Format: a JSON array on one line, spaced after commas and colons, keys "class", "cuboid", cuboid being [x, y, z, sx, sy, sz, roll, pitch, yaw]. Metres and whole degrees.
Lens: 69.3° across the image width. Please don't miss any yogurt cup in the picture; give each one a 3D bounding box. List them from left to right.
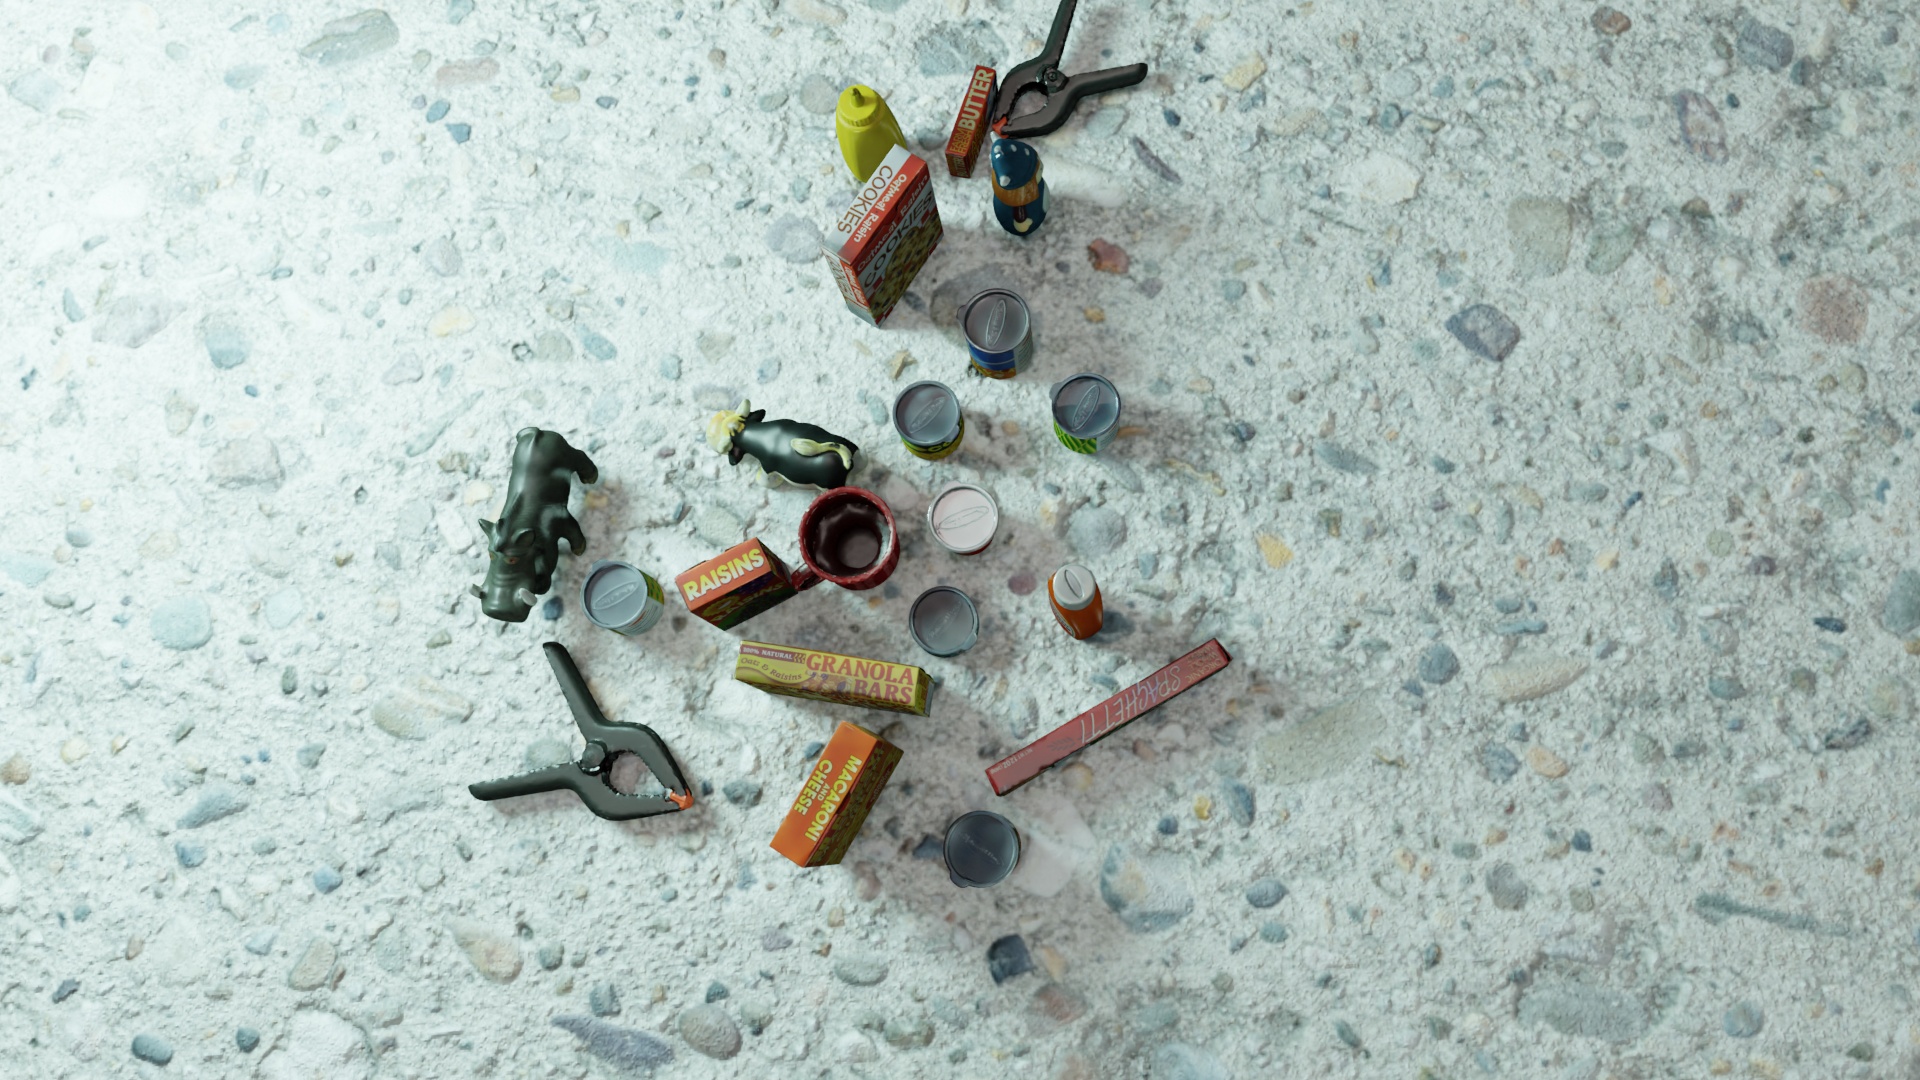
[{"class": "yogurt cup", "cuboid": [0.005, -0.017, 1.337, 0.072, 0.054, 0.072, -1, 78, 5]}]

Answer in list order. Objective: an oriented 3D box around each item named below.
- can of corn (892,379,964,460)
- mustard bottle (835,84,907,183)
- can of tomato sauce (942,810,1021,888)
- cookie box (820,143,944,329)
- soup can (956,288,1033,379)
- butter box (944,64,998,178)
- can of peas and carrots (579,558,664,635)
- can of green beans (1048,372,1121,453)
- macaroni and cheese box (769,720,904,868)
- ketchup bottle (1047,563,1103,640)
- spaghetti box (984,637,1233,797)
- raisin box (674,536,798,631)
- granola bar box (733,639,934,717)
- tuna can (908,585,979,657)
[{"class": "can of corn", "cuboid": [-0.029, -0.115, 1.359, 0.071, 0.058, 0.071, -1, 78, 5]}, {"class": "mustard bottle", "cuboid": [-0.093, -0.411, 1.376, 0.065, 0.160, 0.049, -27, 77, -1]}, {"class": "can of tomato sauce", "cuboid": [0.020, 0.280, 1.257, 0.071, 0.083, 0.071, -1, 78, 5]}, {"class": "cookie box", "cuboid": [-0.071, -0.290, 1.345, 0.040, 0.167, 0.123, 33, 83, 10]}, {"class": "soup can", "cuboid": [0.035, -0.202, 1.359, 0.071, 0.083, 0.071, -1, 78, 5]}, {"class": "butter box", "cuboid": [0.013, -0.429, 1.426, 0.024, 0.053, 0.103, 17, 80, 8]}, {"class": "can of peas and carrots", "cuboid": [-0.328, 0.055, 1.347, 0.071, 0.058, 0.071, -1, 78, 5]}, {"class": "can of green beans", "cuboid": [0.122, -0.123, 1.348, 0.071, 0.057, 0.071, -1, 78, 5]}, {"class": "macaroni and cheese box", "cuboid": [-0.106, 0.227, 1.236, 0.040, 0.166, 0.124, 29, 82, 10]}, {"class": "ketchup bottle", "cuboid": [0.105, 0.051, 1.266, 0.043, 0.148, 0.065, -30, 77, -1]}, {"class": "spaghetti box", "cuboid": [0.137, 0.164, 1.289, 0.250, 0.050, 0.029, -30, 77, -2]}, {"class": "raisin box", "cuboid": [-0.208, 0.042, 1.307, 0.086, 0.123, 0.040, -27, 77, -1]}, {"class": "granola bar box", "cuboid": [-0.112, 0.128, 1.280, 0.166, 0.124, 0.039, 8, 79, 7]}, {"class": "tuna can", "cuboid": [-0.013, 0.080, 1.329, 0.071, 0.032, 0.071, -1, 78, 5]}]
